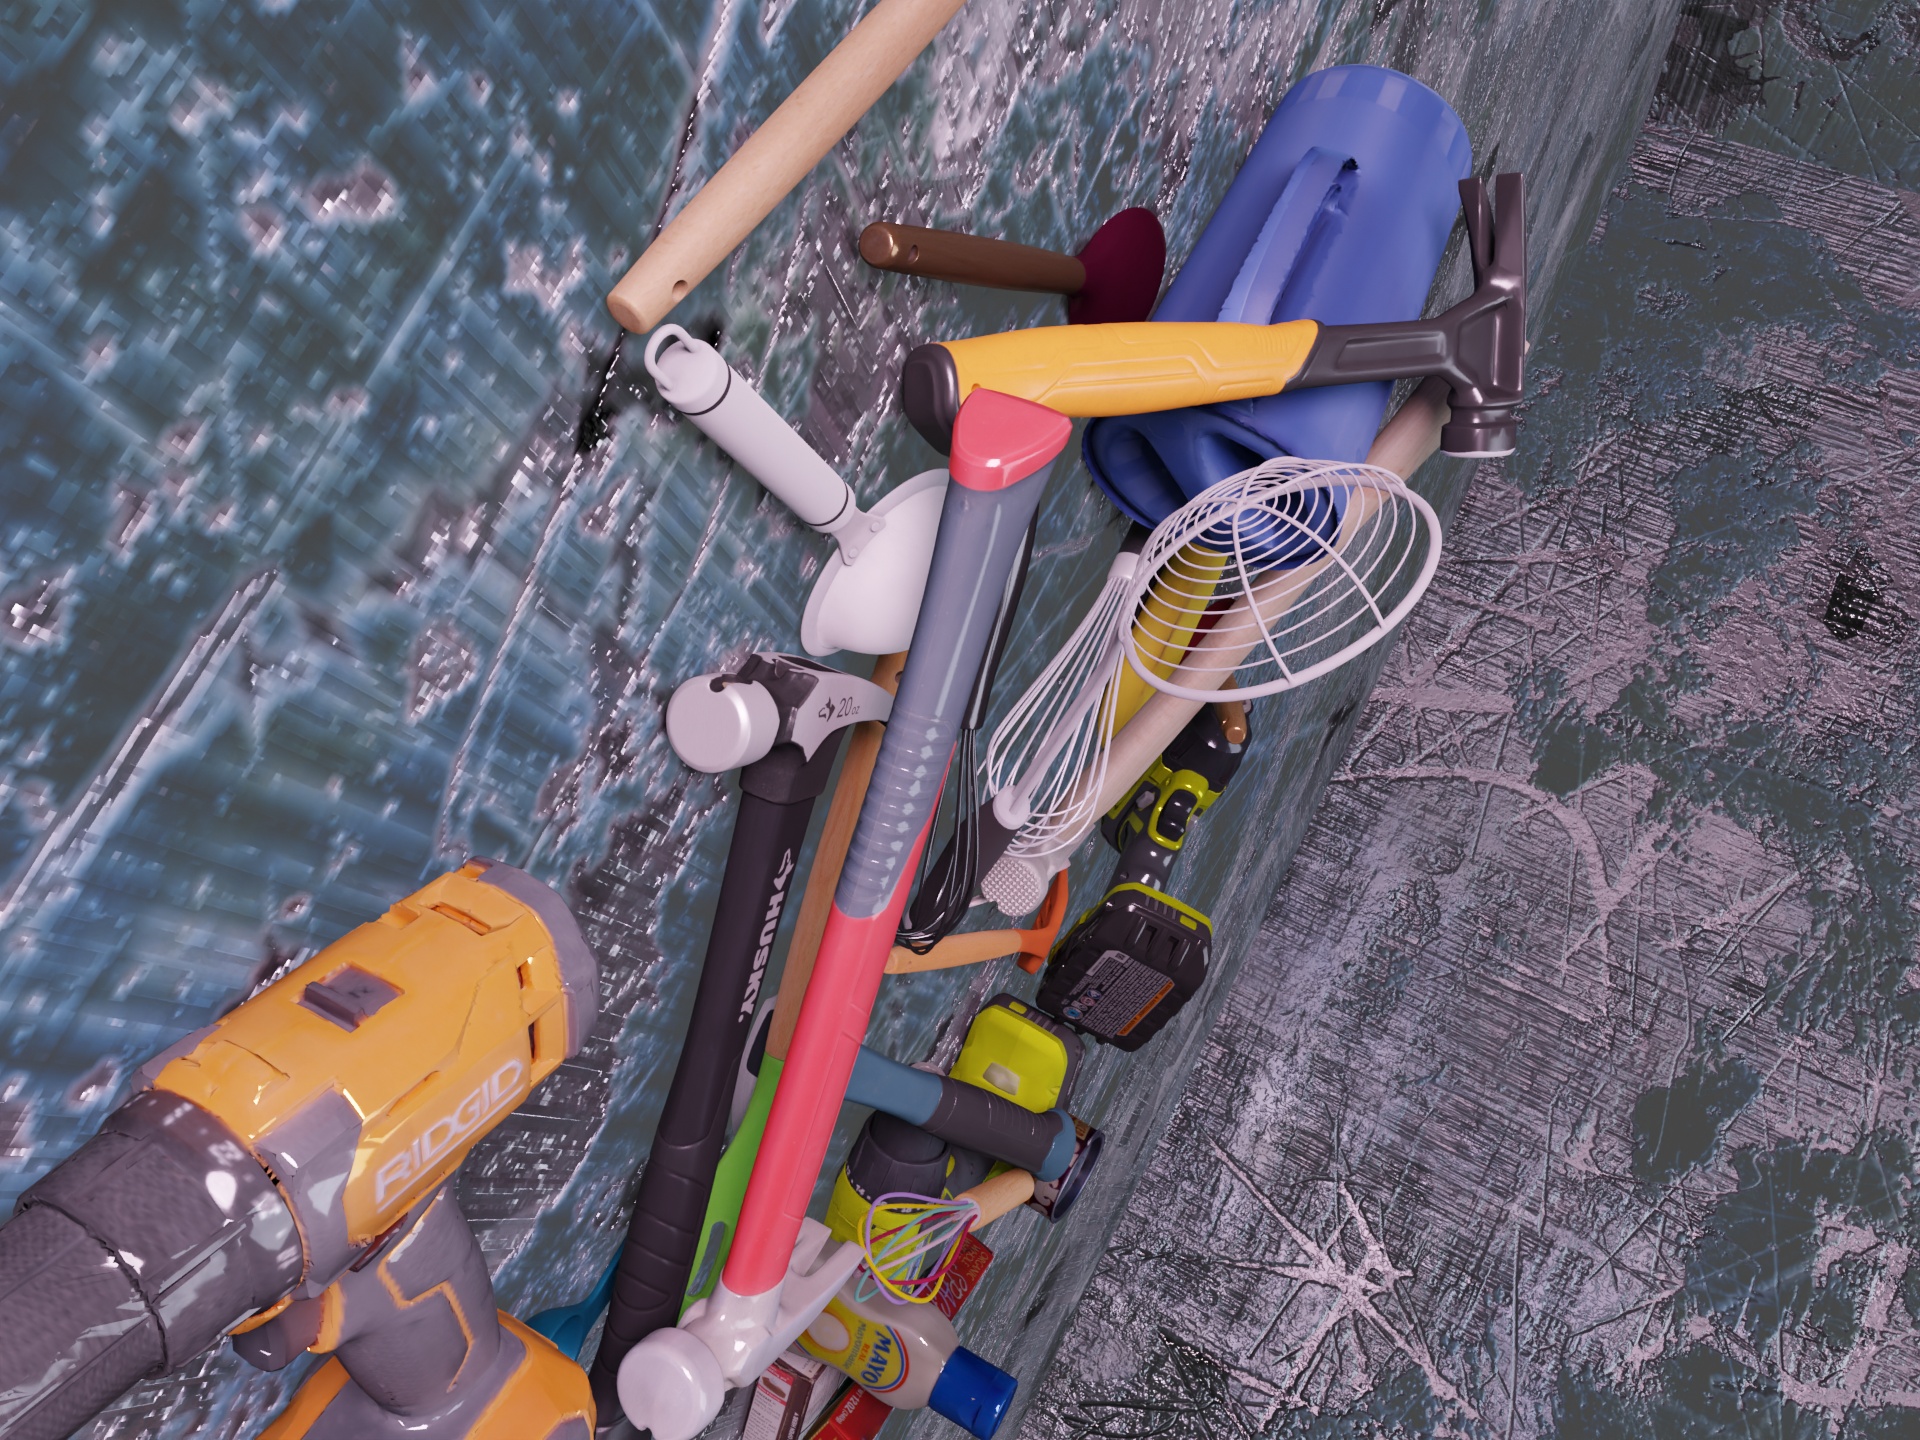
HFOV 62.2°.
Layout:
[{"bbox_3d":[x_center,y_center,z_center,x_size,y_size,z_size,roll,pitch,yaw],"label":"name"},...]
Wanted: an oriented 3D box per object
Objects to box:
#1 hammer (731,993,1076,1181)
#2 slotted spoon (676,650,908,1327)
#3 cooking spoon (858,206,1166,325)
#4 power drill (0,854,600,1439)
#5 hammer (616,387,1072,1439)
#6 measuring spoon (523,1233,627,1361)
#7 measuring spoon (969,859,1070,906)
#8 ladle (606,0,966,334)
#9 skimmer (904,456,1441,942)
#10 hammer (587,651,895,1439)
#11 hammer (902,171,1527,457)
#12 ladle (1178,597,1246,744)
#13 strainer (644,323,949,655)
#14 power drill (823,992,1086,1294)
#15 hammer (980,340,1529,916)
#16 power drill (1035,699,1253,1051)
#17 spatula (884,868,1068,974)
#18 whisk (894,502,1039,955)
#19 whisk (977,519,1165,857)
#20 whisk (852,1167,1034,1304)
[{"bbox_3d":[-0.013,0.199,0.833,0.128,0.033,0.330,-62,146,-9],"label":"hammer"},{"bbox_3d":[-0.070,0.117,0.669,0.070,0.031,0.314,12,97,-42],"label":"slotted spoon"},{"bbox_3d":[0.035,-0.177,0.630,0.319,0.017,0.068,-27,138,-64],"label":"cooking spoon"},{"bbox_3d":[-0.169,0.168,0.405,0.185,0.084,0.226,-41,146,-51],"label":"power drill"},{"bbox_3d":[-0.029,0.071,0.584,0.143,0.038,0.386,-19,129,-66],"label":"hammer"},{"bbox_3d":[-0.149,0.222,0.643,0.129,0.021,0.042,-56,159,-54],"label":"measuring spoon"},{"bbox_3d":[0.031,0.095,0.978,0.124,0.034,0.018,-14,87,-62],"label":"measuring spoon"},{"bbox_3d":[0.011,-0.215,0.457,0.320,0.062,0.078,-55,159,-23],"label":"ladle"},{"bbox_3d":[0.072,0.019,0.713,0.363,0.090,0.127,-58,-170,47],"label":"skimmer"},{"bbox_3d":[-0.094,0.135,0.607,0.146,0.035,0.334,-16,124,-67],"label":"hammer"},{"bbox_3d":[0.120,-0.156,0.651,0.336,0.034,0.127,-14,109,-34],"label":"hammer"},{"bbox_3d":[0.170,-0.028,1.034,0.069,0.031,0.315,-54,-177,15],"label":"ladle"},{"bbox_3d":[-0.042,-0.067,0.528,0.087,0.050,0.258,-50,159,1],"label":"strainer"},{"bbox_3d":[-0.006,0.263,0.998,0.228,0.080,0.190,-27,139,-59],"label":"power drill"},{"bbox_3d":[0.160,-0.055,0.890,0.410,0.038,0.146,-51,175,24],"label":"hammer"},{"bbox_3d":[0.132,0.092,1.064,0.171,0.080,0.223,-59,-174,48],"label":"power drill"},{"bbox_3d":[0.014,0.133,0.977,0.081,0.041,0.322,-66,158,5],"label":"spatula"},{"bbox_3d":[-0.001,-0.003,0.721,0.055,0.055,0.239,-24,131,-64],"label":"whisk"},{"bbox_3d":[0.082,-0.052,0.867,0.070,0.070,0.285,72,40,-65],"label":"whisk"},{"bbox_3d":[-0.002,0.280,0.880,0.051,0.047,0.244,-70,159,1],"label":"whisk"}]
